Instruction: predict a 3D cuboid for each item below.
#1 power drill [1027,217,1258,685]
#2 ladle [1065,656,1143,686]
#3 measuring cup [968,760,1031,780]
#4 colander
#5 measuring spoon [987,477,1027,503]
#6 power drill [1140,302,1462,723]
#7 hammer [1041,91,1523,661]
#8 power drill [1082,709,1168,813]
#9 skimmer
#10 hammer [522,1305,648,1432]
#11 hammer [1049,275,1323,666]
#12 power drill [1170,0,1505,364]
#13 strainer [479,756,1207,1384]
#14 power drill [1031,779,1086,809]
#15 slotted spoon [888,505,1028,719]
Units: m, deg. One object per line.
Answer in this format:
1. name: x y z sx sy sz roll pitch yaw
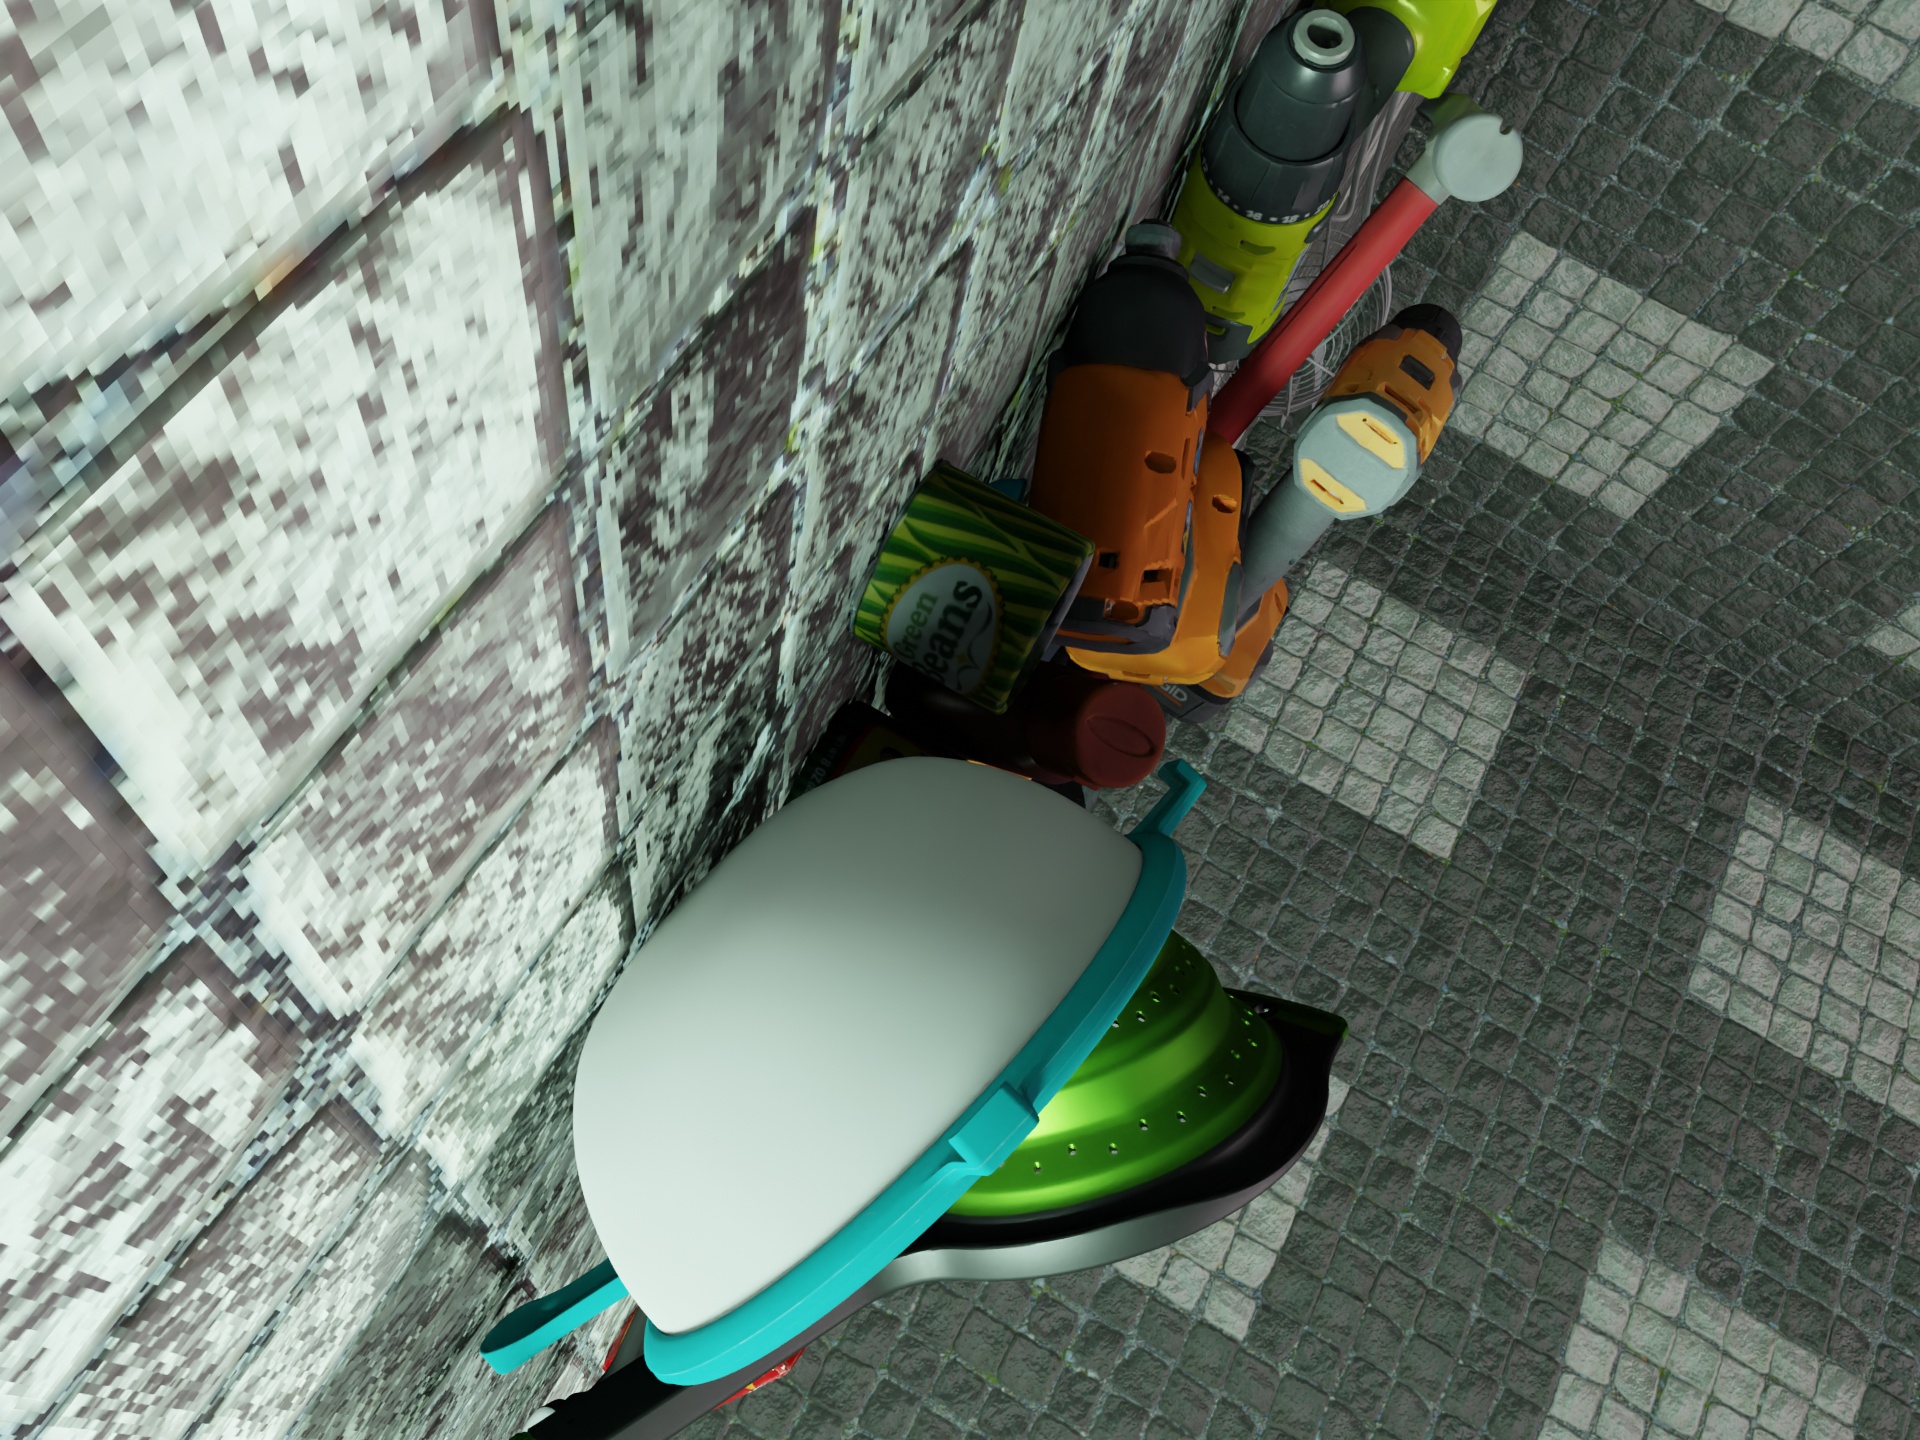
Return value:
1. power drill: 0.079 -0.100 0.677 0.226 0.084 0.164 23 76 -77
2. ladle: 0.005 0.048 0.865 0.315 0.031 0.069 -48 -157 20
3. measuring cup: -0.016 0.040 0.796 0.173 0.052 0.095 -54 163 20
4. colander: -0.023 0.161 0.616 0.397 0.094 0.204 -24 -166 -31
5. measuring spoon: 0.013 -0.085 0.647 0.129 0.021 0.042 -73 179 -73
6. power drill: 0.185 -0.121 0.865 0.226 0.084 0.185 -53 179 42
7. hammer: 0.134 -0.157 0.838 0.386 0.038 0.143 -49 -170 24
8. power drill: 0.043 0.082 1.103 0.188 0.080 0.227 -32 -149 59
9. skimmer: 0.223 -0.352 0.906 0.090 0.127 0.363 12 -97 63
10. hammer: -0.111 0.211 0.794 0.337 0.034 0.127 -65 160 8
11. hammer: 0.127 -0.131 0.972 0.331 0.033 0.128 -57 141 -10
12. power drill: 0.168 -0.286 0.692 0.228 0.080 0.190 -56 174 -17
13. strainer: -0.083 0.114 0.501 0.340 0.095 0.211 -40 -175 31
14. power drill: -0.017 0.107 0.971 0.219 0.078 0.143 -56 -173 13
15. slotted spoon: -0.028 0.010 0.683 0.314 0.031 0.070 -55 171 -34
